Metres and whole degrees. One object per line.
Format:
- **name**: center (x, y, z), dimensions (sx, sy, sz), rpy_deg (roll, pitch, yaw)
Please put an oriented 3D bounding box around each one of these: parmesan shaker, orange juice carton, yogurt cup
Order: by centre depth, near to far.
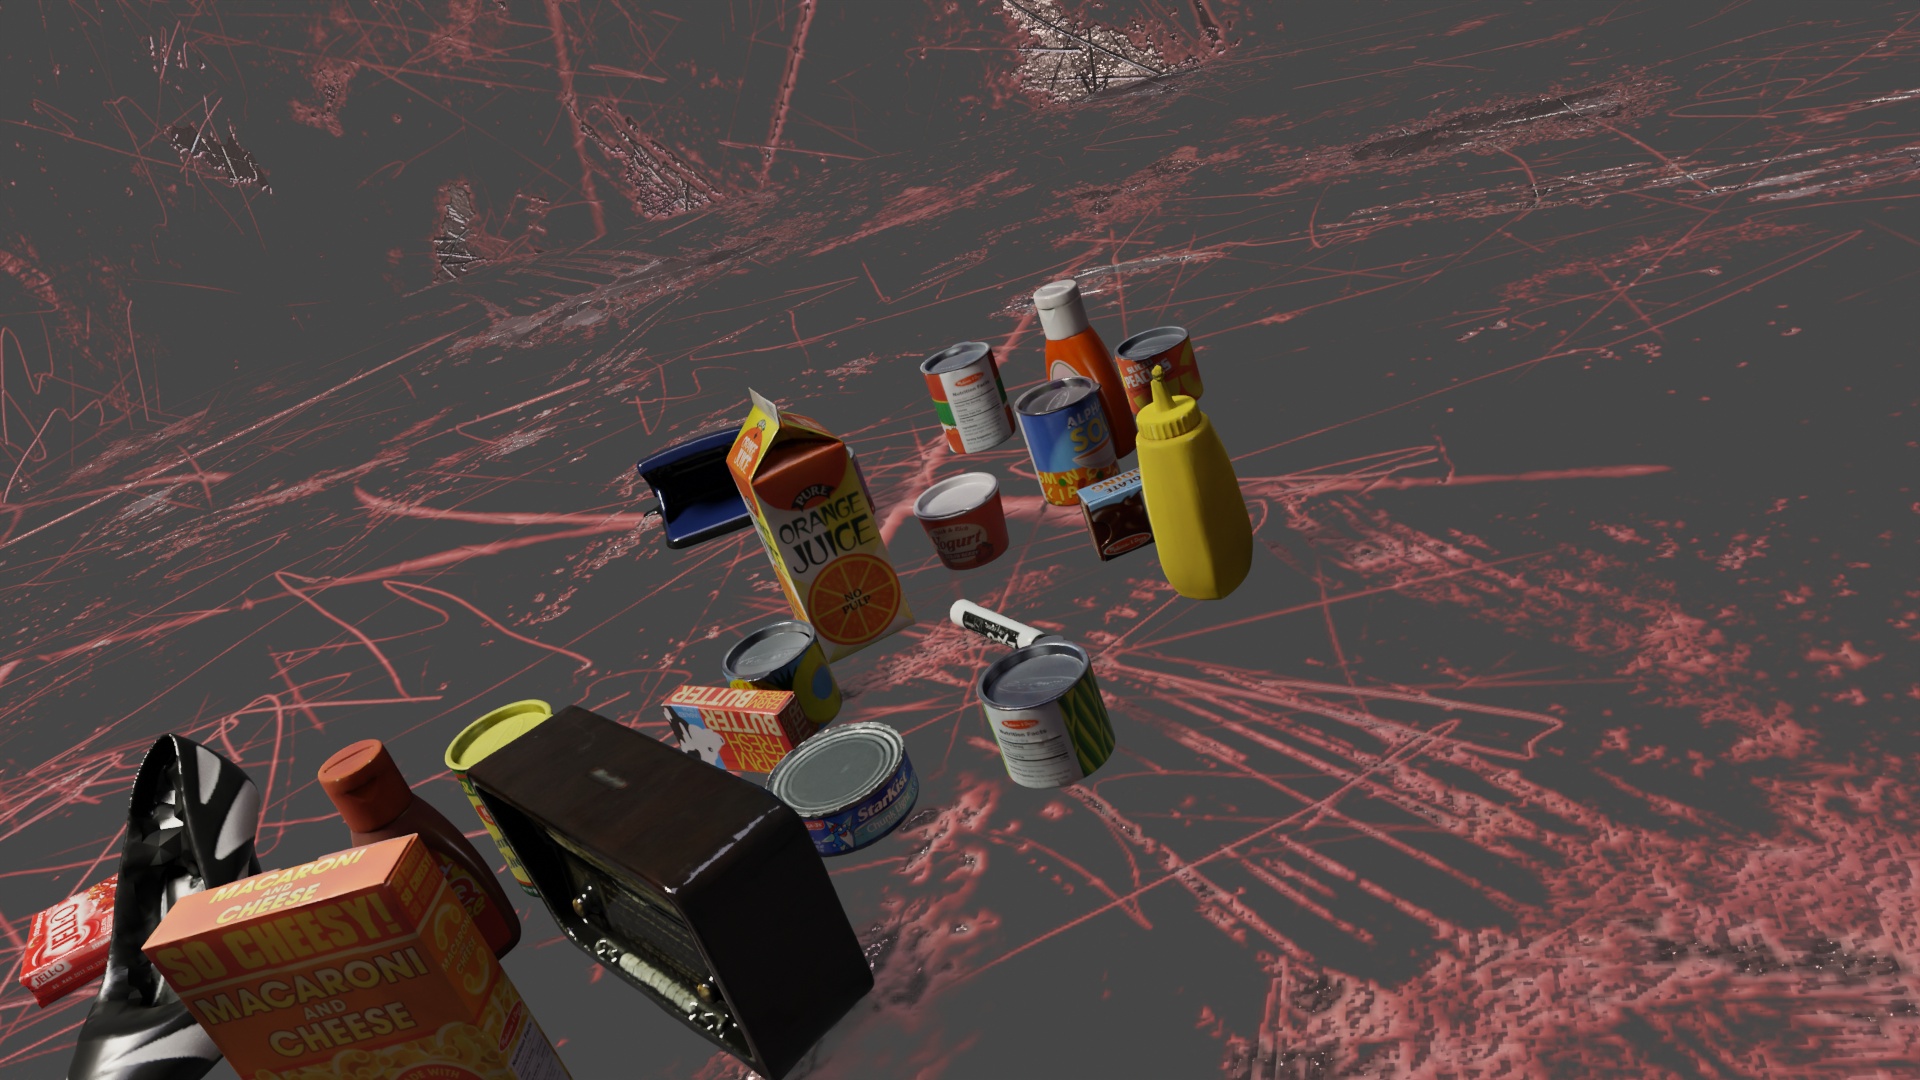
- **parmesan shaker**: center (-0.256, 0.157, 0.845), dimensions (0.071, 0.102, 0.071), rpy_deg (-17, 24, 8)
- **orange juice carton**: center (-0.106, -0.017, 0.984), dimensions (0.073, 0.192, 0.072), rpy_deg (-26, 25, -13)
- **yogurt cup**: center (0.004, -0.013, 1.061), dimensions (0.072, 0.053, 0.073), rpy_deg (-17, 25, 8)

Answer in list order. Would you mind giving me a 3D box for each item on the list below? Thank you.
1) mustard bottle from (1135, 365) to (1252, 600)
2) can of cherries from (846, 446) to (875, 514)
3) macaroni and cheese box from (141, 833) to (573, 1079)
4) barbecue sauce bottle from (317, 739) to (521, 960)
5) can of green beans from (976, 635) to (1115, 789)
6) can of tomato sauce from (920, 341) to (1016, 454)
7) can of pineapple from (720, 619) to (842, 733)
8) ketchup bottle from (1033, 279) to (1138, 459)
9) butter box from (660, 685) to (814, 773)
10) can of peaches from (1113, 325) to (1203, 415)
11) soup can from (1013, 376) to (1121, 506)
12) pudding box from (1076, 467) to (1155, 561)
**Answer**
- **mustard bottle**: center (0.144, -0.041, 0.885), dimensions (0.049, 0.159, 0.066), rpy_deg (1, 32, 39)
- **can of cherries**: center (-0.112, -0.043, 1.203), dimensions (0.071, 0.058, 0.072), rpy_deg (-17, 25, 8)
- **macaroni and cheese box**: center (-0.274, 0.223, 0.647), dimensions (0.124, 0.165, 0.040), rpy_deg (-16, 24, 9)
- **barbecue sauce bottle**: center (-0.307, 0.181, 0.781), dimensions (0.065, 0.148, 0.044), rpy_deg (-29, 26, -20)
- **can of green beans**: center (0.049, 0.099, 0.791), dimensions (0.071, 0.057, 0.071), rpy_deg (-17, 25, 8)
- **can of tomato sauce**: center (0.008, -0.131, 1.265), dimensions (0.071, 0.082, 0.071), rpy_deg (-17, 25, 8)
- **can of pineapple**: center (-0.119, 0.095, 0.925), dimensions (0.071, 0.057, 0.071), rpy_deg (-17, 25, 8)
- **ketchup bottle**: center (0.098, -0.138, 1.133), dimensions (0.064, 0.148, 0.044), rpy_deg (5, 34, 44)
- **butter box**: center (-0.140, 0.122, 0.892), dimensions (0.103, 0.053, 0.024), rpy_deg (-2, 30, 35)
- **can of peaches**: center (0.172, -0.145, 1.203), dimensions (0.071, 0.058, 0.071), rpy_deg (-17, 25, 8)
- **soup can**: center (0.088, -0.079, 1.097), dimensions (0.071, 0.083, 0.071), rpy_deg (-17, 25, 8)
- **pudding box**: center (0.130, -0.025, 0.995), dimensions (0.084, 0.049, 0.030), rpy_deg (-22, 24, -3)
